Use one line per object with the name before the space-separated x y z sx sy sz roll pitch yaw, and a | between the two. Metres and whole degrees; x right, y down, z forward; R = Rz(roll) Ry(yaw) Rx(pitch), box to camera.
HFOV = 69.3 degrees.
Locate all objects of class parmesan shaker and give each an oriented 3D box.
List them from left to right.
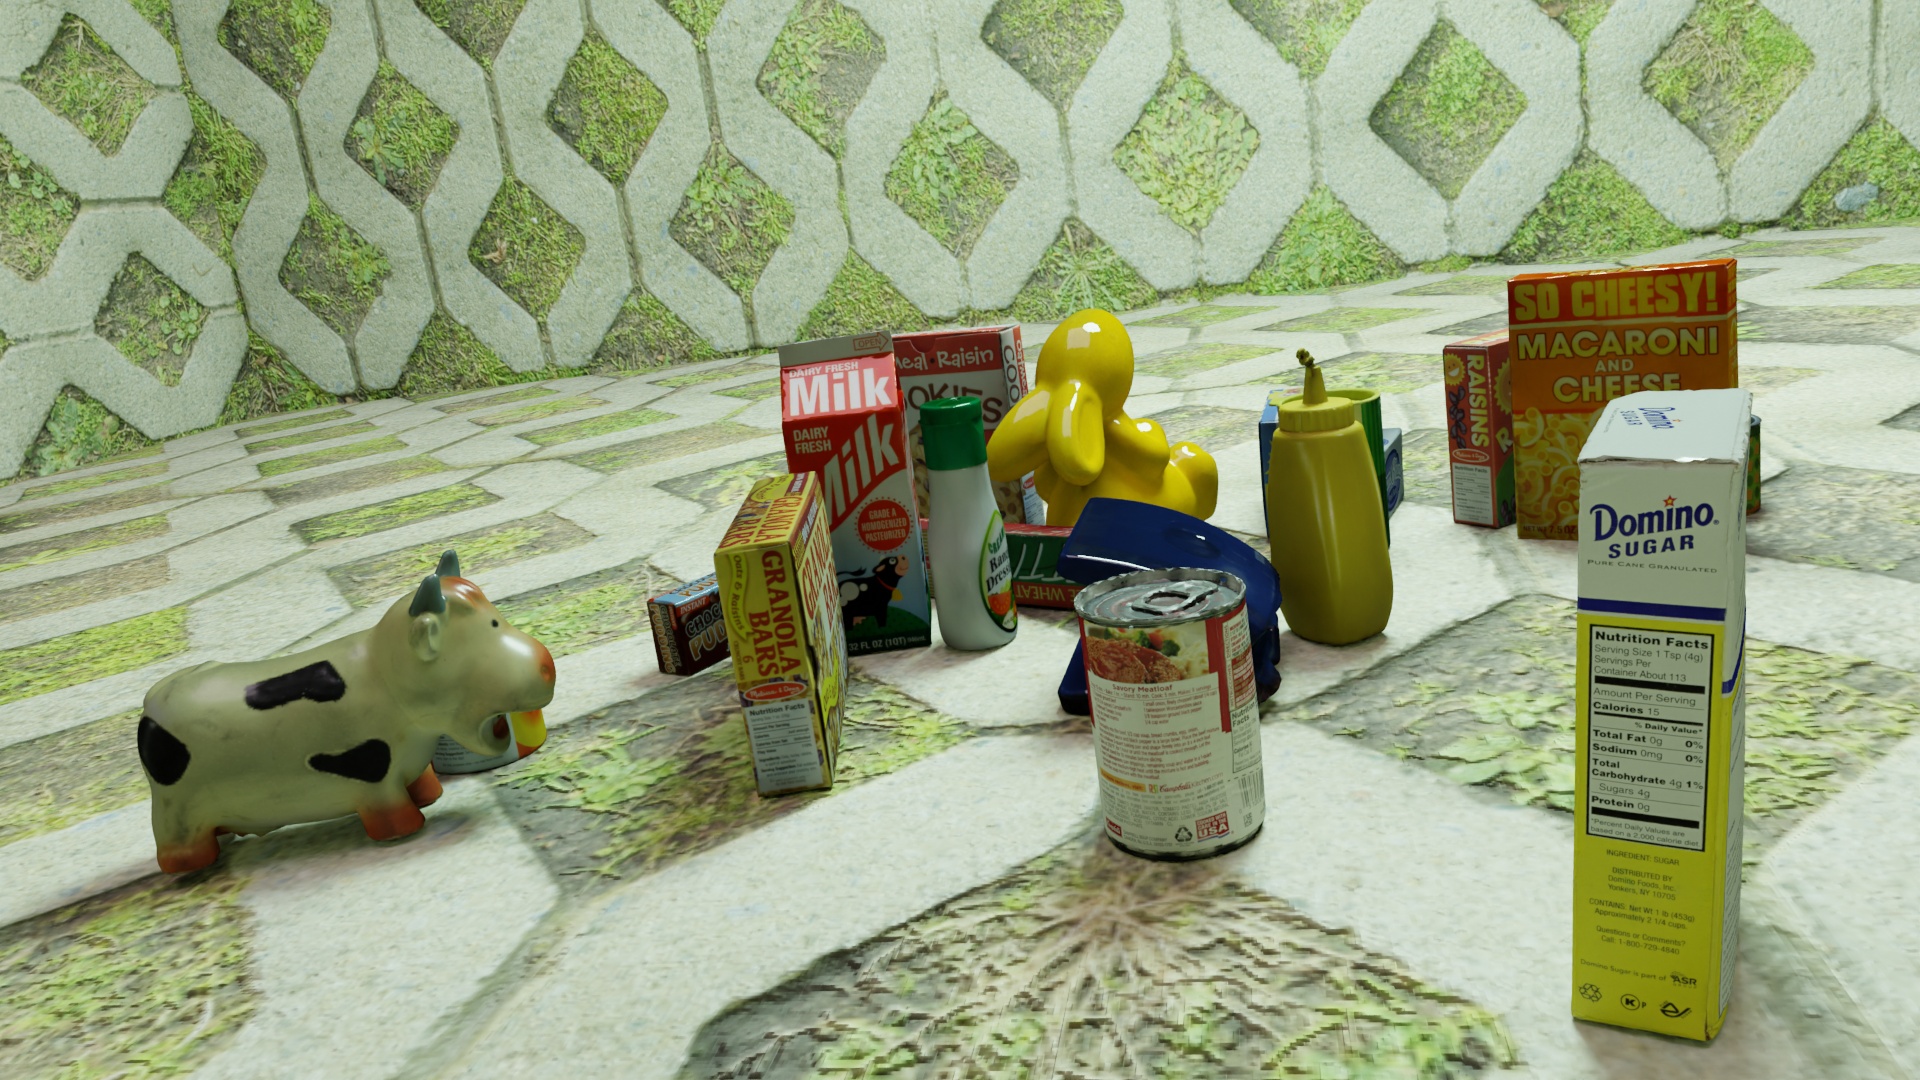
parmesan shaker | 0.243 -0.043 0.913 0.071 0.102 0.071 -8 14 2

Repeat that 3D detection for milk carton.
milk carton | -0.064 -0.031 0.856 0.072 0.190 0.073 -8 14 1

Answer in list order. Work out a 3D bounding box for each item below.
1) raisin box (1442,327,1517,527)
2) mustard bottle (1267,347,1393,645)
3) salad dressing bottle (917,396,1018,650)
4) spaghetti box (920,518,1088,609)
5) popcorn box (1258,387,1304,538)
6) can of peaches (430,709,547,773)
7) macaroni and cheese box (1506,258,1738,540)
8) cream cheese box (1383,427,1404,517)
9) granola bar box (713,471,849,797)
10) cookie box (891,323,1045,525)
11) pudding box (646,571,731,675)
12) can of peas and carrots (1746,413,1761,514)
raisin box | 0.372 -0.079 0.938 0.086 0.123 0.040 -15 15 -27
mustard bottle | 0.197 -0.026 0.752 0.049 0.159 0.065 -14 15 -23
salad dressing bottle | 0.003 -0.010 0.826 0.044 0.147 0.064 -2 15 23
spaghetti box | 0.058 0.017 0.889 0.250 0.050 0.029 3 18 38
popcorn box | 0.242 -0.059 1.011 0.038 0.085 0.127 -4 15 17
can of peaches | -0.267 0.089 0.770 0.071 0.058 0.071 -8 14 2
macaroni and cheese box | 0.405 -0.084 0.851 0.123 0.166 0.040 2 17 36
cream cheese box | 0.294 -0.043 0.985 0.024 0.053 0.104 -1 16 28
granola bar box | -0.088 0.041 0.722 0.039 0.124 0.166 -8 14 0
cookie box | -0.007 -0.074 1.041 0.123 0.167 0.040 -1 16 28
pudding box | -0.157 0.048 0.885 0.030 0.049 0.084 2 17 36
can of peas and carrots | 0.475 -0.049 0.893 0.071 0.058 0.071 -8 14 2
